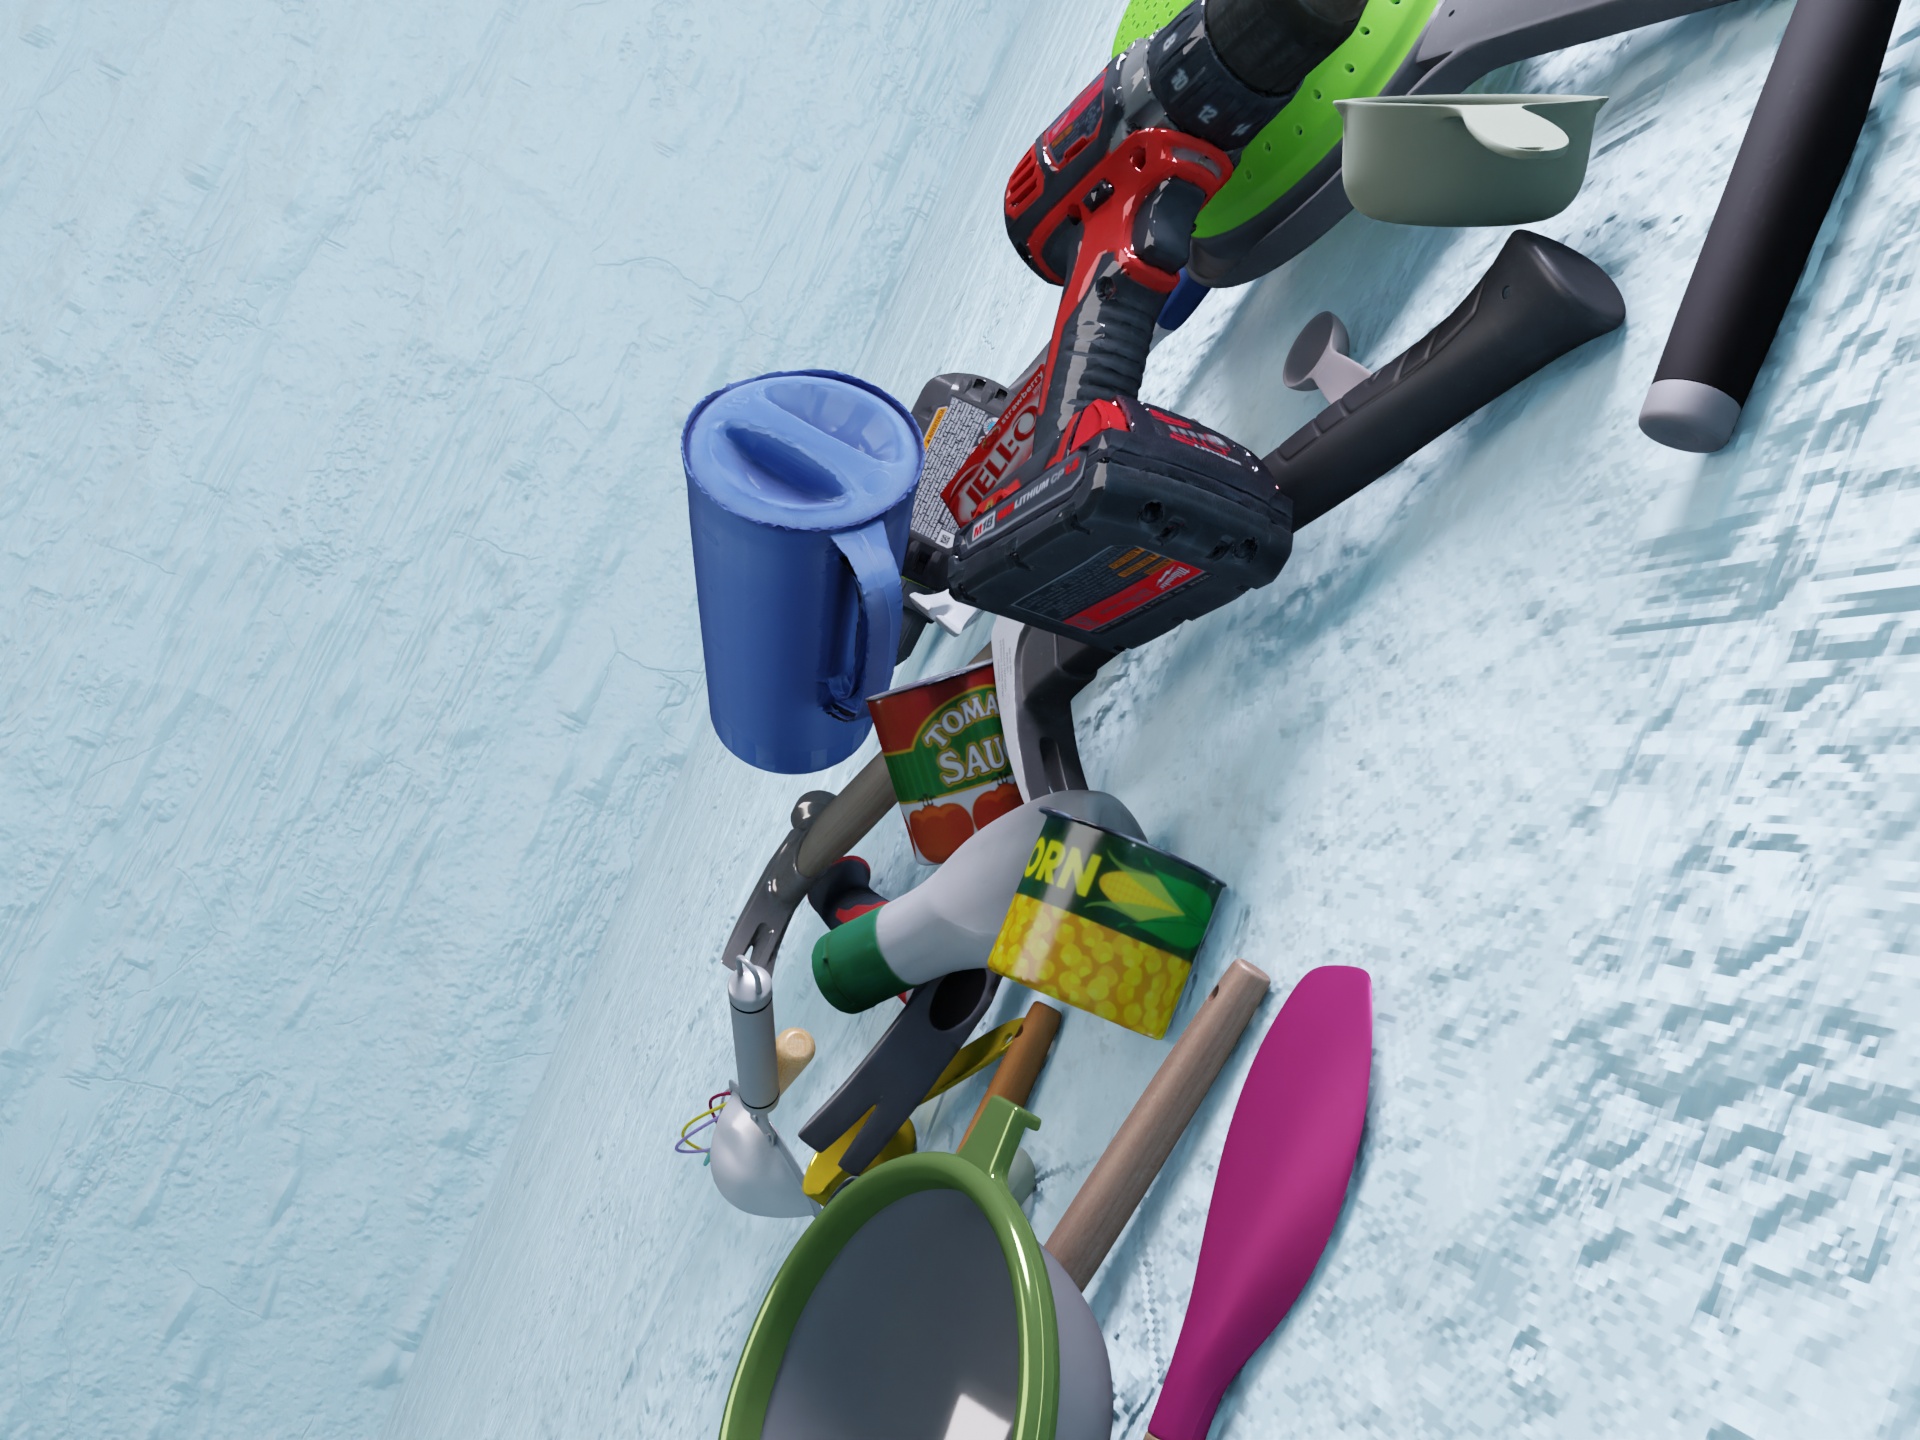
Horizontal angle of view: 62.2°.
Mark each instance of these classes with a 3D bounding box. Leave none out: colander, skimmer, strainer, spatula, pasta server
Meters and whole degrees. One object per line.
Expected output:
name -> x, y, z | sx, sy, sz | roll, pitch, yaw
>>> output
colander -> 0.156, -0.280, 0.599 | 0.204, 0.094, 0.397 | -60, 22, 1
skimmer -> 0.227, -0.247, 0.381 | 0.127, 0.090, 0.363 | 20, 87, 45
strainer -> -0.036, 0.234, 0.477 | 0.256, 0.069, 0.152 | -43, 33, 34
spatula -> -0.028, 0.259, 0.603 | 0.323, 0.041, 0.081 | -63, 13, -12
strainer -> -0.098, 0.181, 0.755 | 0.050, 0.087, 0.258 | -29, -32, -25
pasta server -> 0.016, 0.214, 0.508 | 0.316, 0.040, 0.060 | -59, 14, 6

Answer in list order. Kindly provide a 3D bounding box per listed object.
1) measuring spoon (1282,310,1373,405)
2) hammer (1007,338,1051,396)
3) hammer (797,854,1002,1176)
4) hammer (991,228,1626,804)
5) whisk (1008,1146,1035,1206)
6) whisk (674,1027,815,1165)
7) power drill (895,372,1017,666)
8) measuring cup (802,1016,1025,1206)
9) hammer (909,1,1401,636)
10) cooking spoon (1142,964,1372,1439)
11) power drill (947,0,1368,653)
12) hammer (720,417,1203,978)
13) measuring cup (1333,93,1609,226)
measuring spoon -> 0.155, -0.127, 0.619 | 0.034, 0.018, 0.124 | -59, 21, 23
hammer -> 0.073, -0.234, 0.891 | 0.127, 0.034, 0.337 | -53, 3, 7
hammer -> -0.053, 0.127, 0.851 | 0.143, 0.038, 0.386 | -53, 10, -8
hammer -> 0.106, -0.069, 0.596 | 0.334, 0.035, 0.146 | -36, 51, 54
whisk -> -0.050, 0.254, 0.561 | 0.246, 0.059, 0.058 | -53, 18, -13
whisk -> -0.116, 0.218, 0.905 | 0.051, 0.047, 0.245 | -45, -6, -33
power drill -> -0.018, -0.133, 1.095 | 0.228, 0.080, 0.190 | 127, 168, -86
measuring cup -> -0.013, 0.175, 0.704 | 0.156, 0.029, 0.062 | -40, 14, 34
hammer -> 0.101, -0.201, 0.841 | 0.405, 0.035, 0.144 | -54, -6, 29
cooking spoon -> 0.046, 0.211, 0.408 | 0.319, 0.017, 0.069 | -68, 12, -13
power drill -> 0.075, -0.156, 0.573 | 0.188, 0.080, 0.227 | -26, 52, 57
hammer -> -0.001, -0.003, 0.833 | 0.410, 0.038, 0.146 | -45, 14, 39
measuring cup -> 0.152, -0.158, 0.462 | 0.168, 0.083, 0.038 | -70, -19, -63
